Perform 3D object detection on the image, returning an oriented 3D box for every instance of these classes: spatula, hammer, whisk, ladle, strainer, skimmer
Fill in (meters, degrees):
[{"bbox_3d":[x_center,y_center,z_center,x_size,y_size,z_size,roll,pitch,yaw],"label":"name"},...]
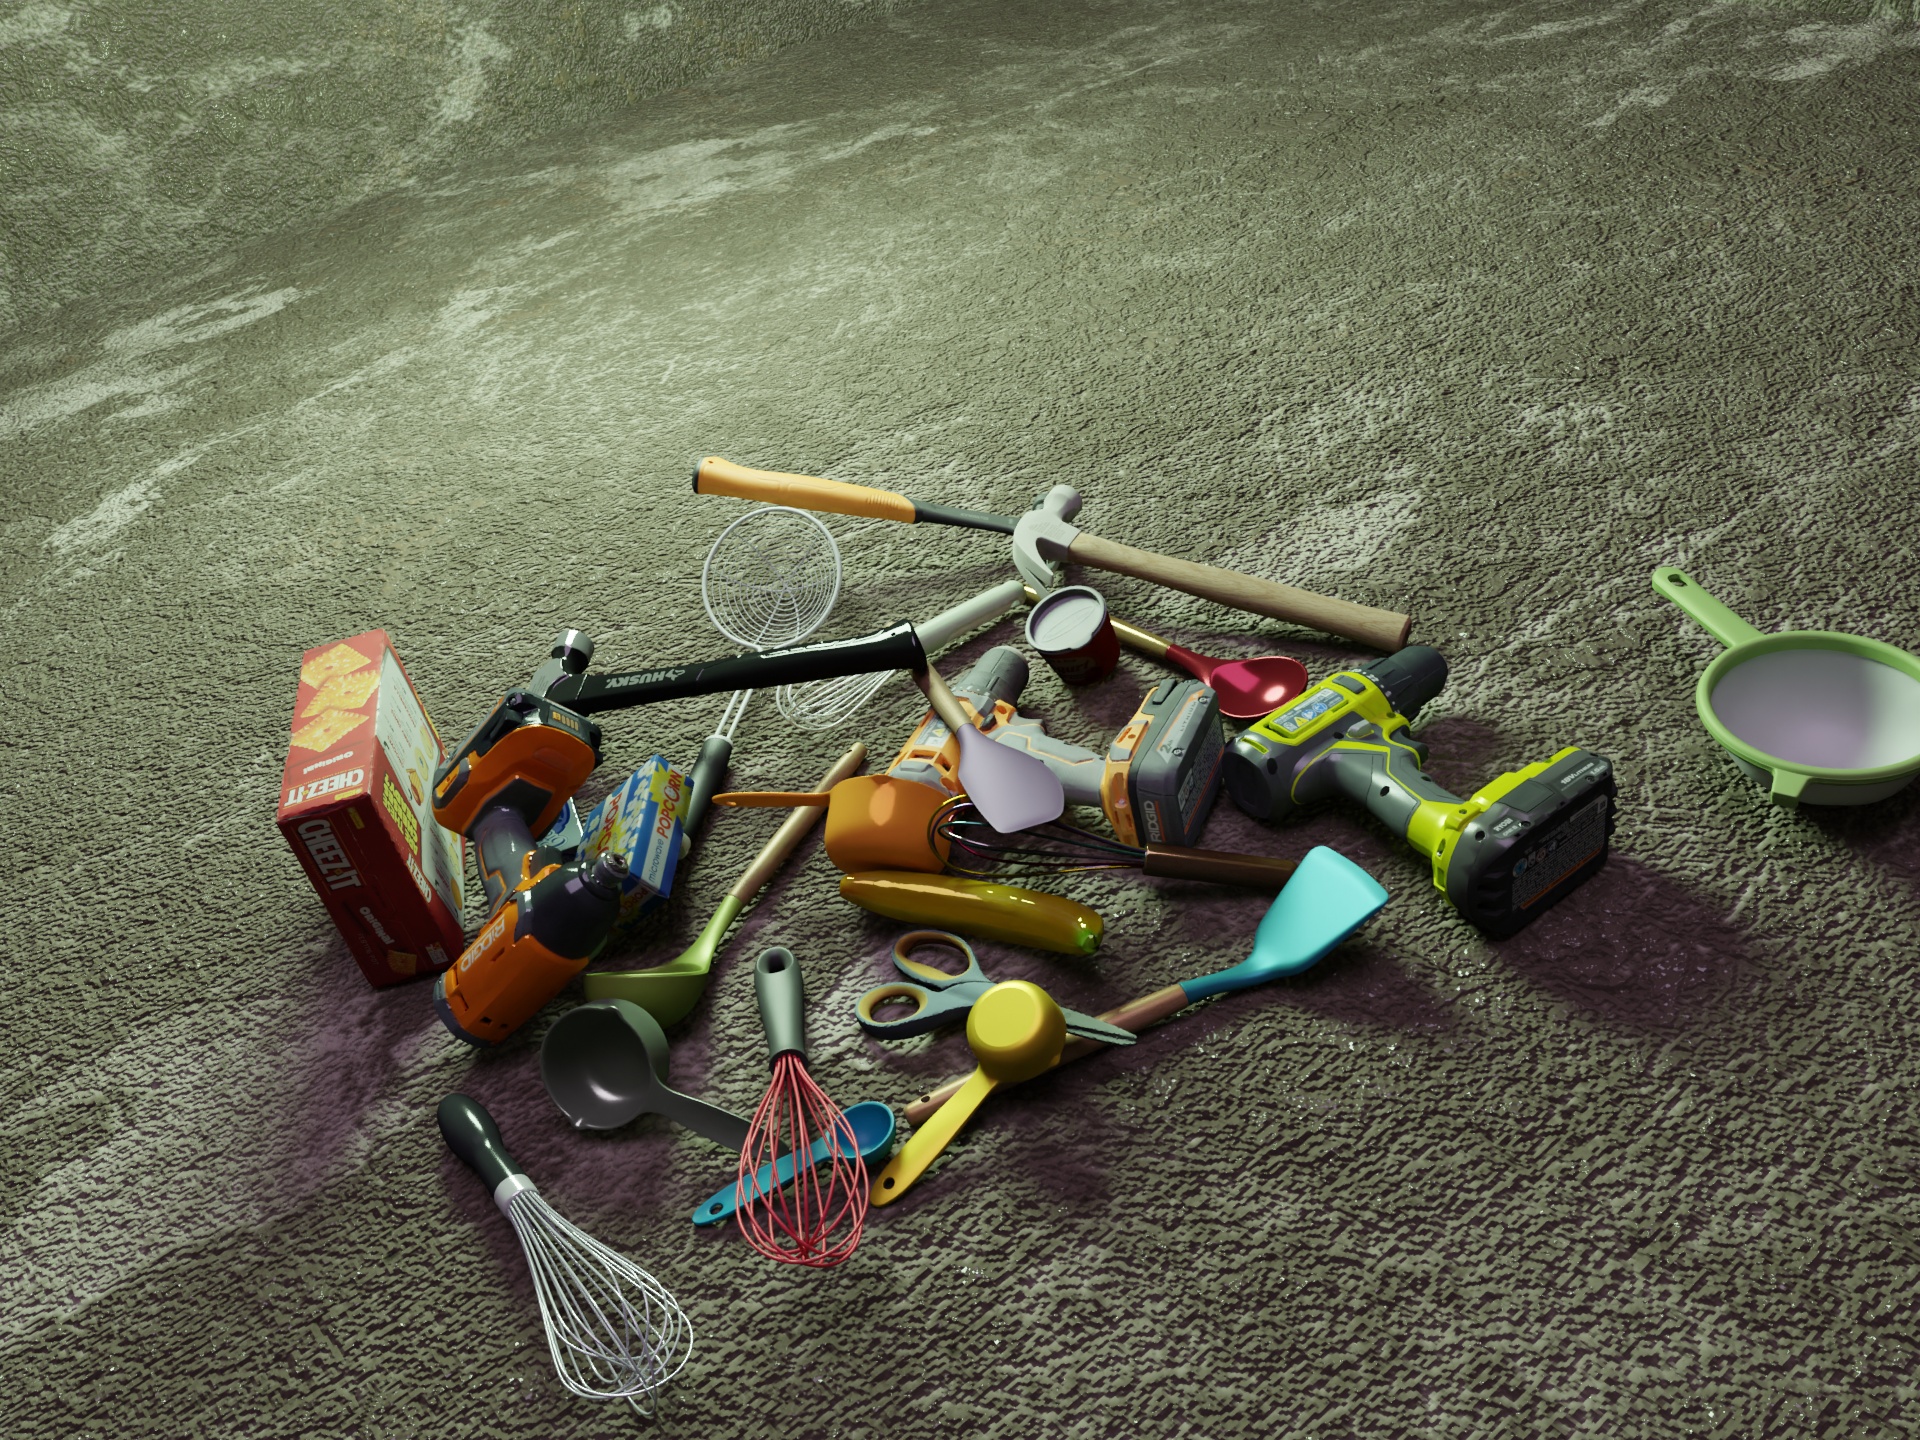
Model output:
[{"bbox_3d":[-0.002,-0.004,1.132,0.059,0.018,0.316,-16,31,-14],"label":"spatula"},{"bbox_3d":[0.196,-0.111,1.282,0.331,0.031,0.130,18,44,21],"label":"hammer"},{"bbox_3d":[-0.235,0.287,0.891,0.070,0.070,0.285,-31,36,-25],"label":"whisk"},{"bbox_3d":[-0.072,-0.187,1.410,0.337,0.034,0.127,9,32,0],"label":"hammer"},{"bbox_3d":[-0.100,0.212,0.927,0.073,0.073,0.296,-14,24,-4],"label":"whisk"},{"bbox_3d":[-0.149,0.101,1.111,0.078,0.062,0.320,-6,30,34],"label":"ladle"},{"bbox_3d":[0.149,-0.062,1.275,0.069,0.031,0.316,-43,44,-20],"label":"ladle"},{"bbox_3d":[0.547,-0.018,1.078,0.151,0.069,0.257,-17,36,-4],"label":"strainer"},{"bbox_3d":[0.109,0.167,0.965,0.317,0.044,0.082,-22,26,-12],"label":"spatula"},{"bbox_3d":[-0.184,-0.031,1.220,0.335,0.035,0.146,-7,44,17],"label":"hammer"},{"bbox_3d":[-0.044,-0.058,1.305,0.246,0.057,0.059,-29,75,-25],"label":"whisk"},{"bbox_3d":[0.100,0.084,1.044,0.245,0.051,0.047,7,55,1],"label":"whisk"},{"bbox_3d":[-0.184,-0.041,1.277,0.127,0.090,0.364,-1,38,13],"label":"skimmer"}]

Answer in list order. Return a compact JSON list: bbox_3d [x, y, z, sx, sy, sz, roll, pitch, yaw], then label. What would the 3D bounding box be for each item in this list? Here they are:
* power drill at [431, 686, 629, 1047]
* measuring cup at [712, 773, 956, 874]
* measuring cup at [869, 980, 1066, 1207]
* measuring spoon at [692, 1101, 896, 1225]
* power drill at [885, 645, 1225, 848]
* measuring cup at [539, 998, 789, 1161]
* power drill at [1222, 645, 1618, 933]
[{"bbox_3d":[-0.285,0.085,1.068,0.164,0.084,0.227,-43,41,21],"label":"power drill"},{"bbox_3d":[-0.091,0.077,1.092,0.173,0.095,0.052,1,64,9],"label":"measuring cup"},{"bbox_3d":[-0.002,0.213,0.913,0.062,0.029,0.156,28,67,41],"label":"measuring cup"},{"bbox_3d":[-0.093,0.263,0.918,0.128,0.021,0.042,-27,31,-6],"label":"measuring spoon"},{"bbox_3d":[0.075,0.012,1.154,0.226,0.084,0.185,4,39,27],"label":"power drill"},{"bbox_3d":[-0.173,0.223,0.962,0.167,0.083,0.038,21,11,11],"label":"measuring cup"},{"bbox_3d":[0.317,0.031,1.067,0.190,0.080,0.229,-29,38,-23],"label":"power drill"}]
